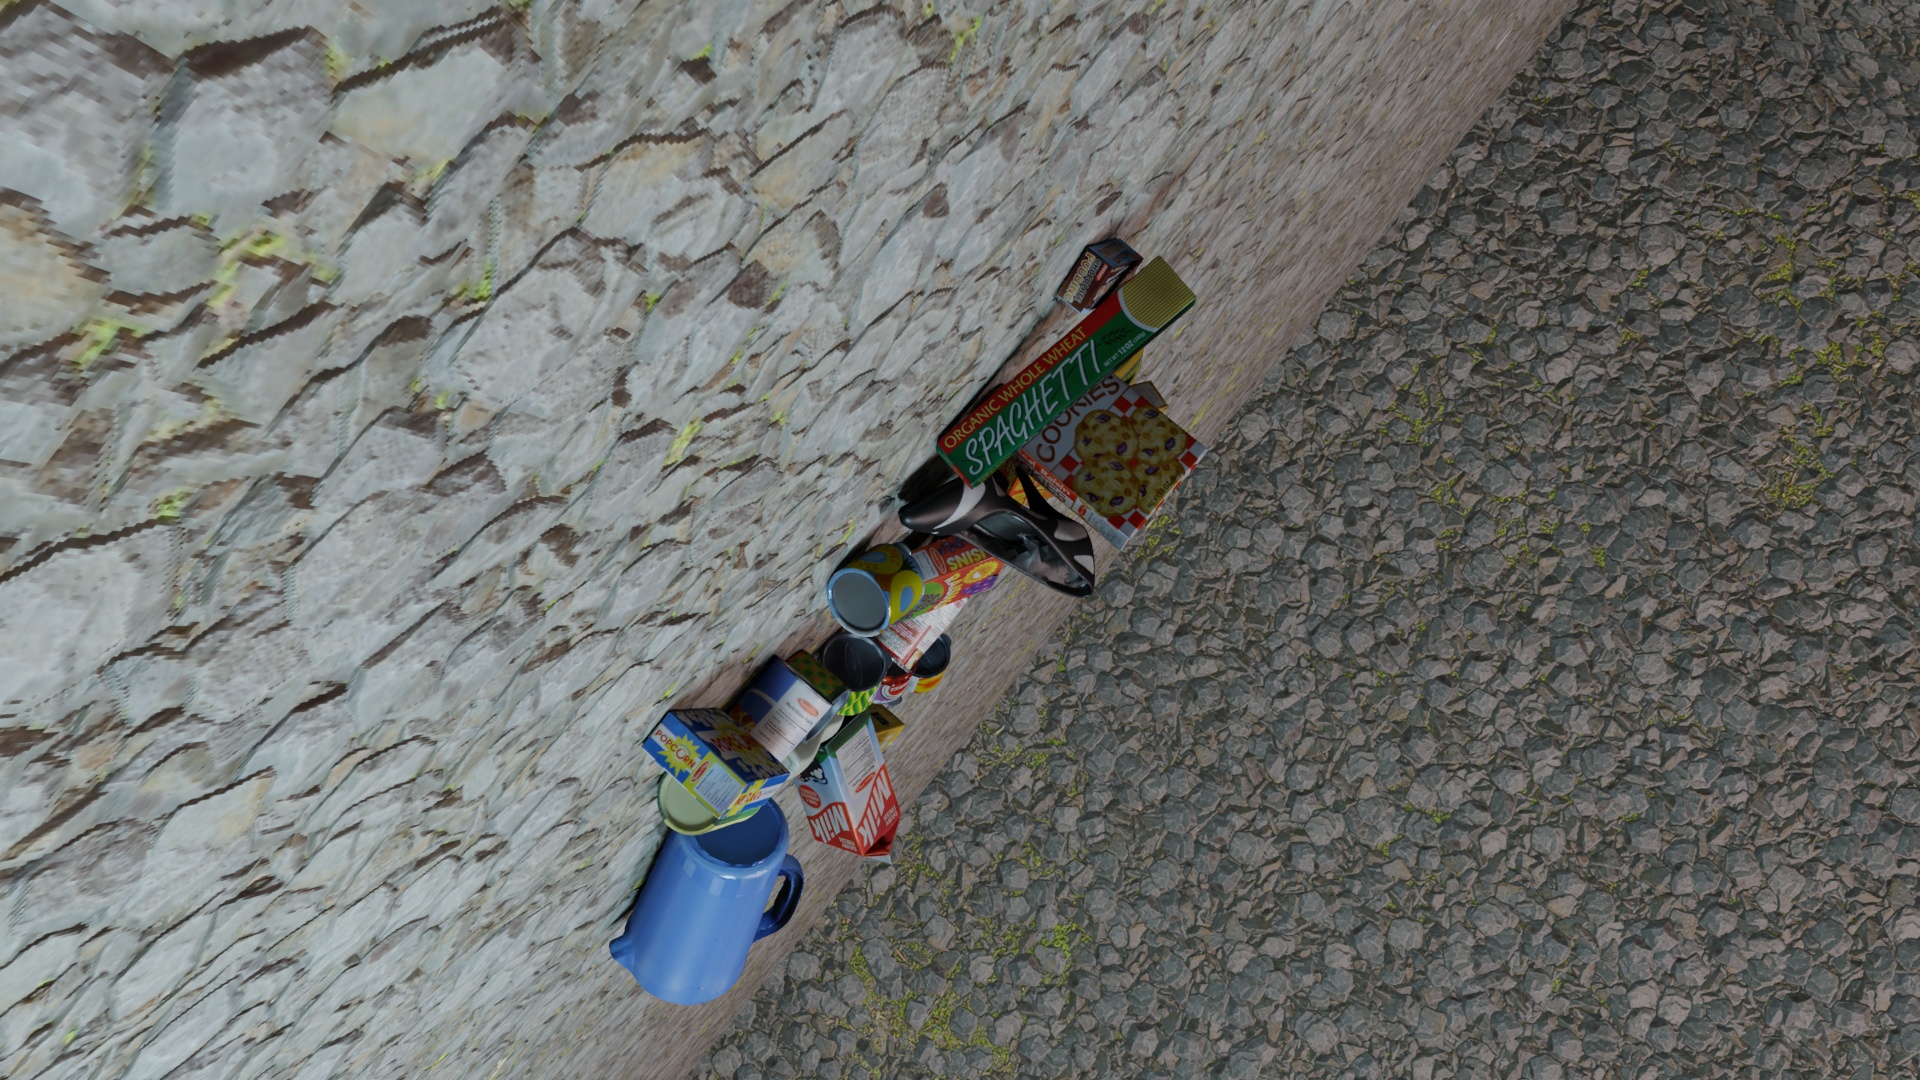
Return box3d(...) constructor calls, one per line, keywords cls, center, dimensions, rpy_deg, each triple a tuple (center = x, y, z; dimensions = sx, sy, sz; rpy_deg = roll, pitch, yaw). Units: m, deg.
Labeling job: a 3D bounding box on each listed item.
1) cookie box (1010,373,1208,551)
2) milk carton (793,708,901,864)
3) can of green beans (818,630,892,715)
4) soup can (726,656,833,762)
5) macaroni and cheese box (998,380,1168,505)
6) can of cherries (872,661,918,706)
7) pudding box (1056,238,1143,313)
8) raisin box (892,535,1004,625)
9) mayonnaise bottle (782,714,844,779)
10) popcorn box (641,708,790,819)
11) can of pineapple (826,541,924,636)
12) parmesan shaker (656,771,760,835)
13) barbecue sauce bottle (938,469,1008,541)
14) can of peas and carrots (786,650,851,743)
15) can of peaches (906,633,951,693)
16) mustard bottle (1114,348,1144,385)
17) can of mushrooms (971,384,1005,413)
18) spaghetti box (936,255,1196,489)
box3d(cls="cookie box", center=(0.127, -0.091, 1.303), dimensions=(0.123, 0.167, 0.040), rpy_deg=(-47, 172, -19))
box3d(cls="milk carton", center=(-0.124, 0.270, 1.502), dimensions=(0.074, 0.072, 0.189), rpy_deg=(-41, 126, -41))
box3d(cls="can of green beans", center=(-0.110, 0.131, 1.364), dimensions=(0.071, 0.071, 0.057), rpy_deg=(-43, 168, -33))
box3d(cls="soup can", center=(-0.164, 0.153, 1.217), dimensions=(0.084, 0.071, 0.071), rpy_deg=(-48, 170, -5))
box3d(cls="macaroni and cheese box", center=(0.118, -0.097, 1.433), dimensions=(0.167, 0.040, 0.123), rpy_deg=(-16, 152, -28))
box3d(cls="can of cherries", center=(-0.080, 0.135, 1.494), dimensions=(0.072, 0.071, 0.058), rpy_deg=(-42, 167, -37))
box3d(cls="pudding box", center=(0.118, -0.224, 1.175), dimensions=(0.049, 0.030, 0.084), rpy_deg=(-55, 169, 29))
box3d(cls="raisin box", center=(-0.019, 0.033, 1.354), dimensions=(0.124, 0.040, 0.085), rpy_deg=(-21, 158, -22))
box3d(cls="mayonnaise bottle", center=(-0.150, 0.178, 1.381), dimensions=(0.041, 0.065, 0.149), rpy_deg=(-52, 174, 30))
box3d(cls="popcorn box", center=(-0.193, 0.176, 1.113), dimensions=(0.038, 0.085, 0.126), rpy_deg=(-50, 170, 1))
box3d(cls="can of pineapple", center=(-0.074, 0.041, 1.203), dimensions=(0.058, 0.071, 0.070), rpy_deg=(-36, 163, -53))
box3d(cls="parmesan shaker", center=(-0.215, 0.220, 1.220), dimensions=(0.071, 0.071, 0.103), rpy_deg=(-50, 169, 1))
box3d(cls="barbecue sauce bottle", center=(0.005, -0.017, 1.392), dimensions=(0.065, 0.044, 0.147), rpy_deg=(-38, 166, -26))
box3d(cls="can of peas and carrots", center=(-0.143, 0.143, 1.287), dimensions=(0.071, 0.059, 0.070), rpy_deg=(-48, 170, -11))
box3d(cls="can of peaches", center=(-0.047, 0.144, 1.682), dimensions=(0.071, 0.071, 0.057), rpy_deg=(-45, 169, -26))
box3d(cls="mustard bottle", center=(0.160, -0.181, 1.457), dimensions=(0.065, 0.049, 0.160), rpy_deg=(-45, 170, 2))
box3d(cls="can of mushrooms", center=(0.031, -0.103, 1.223), dimensions=(0.071, 0.033, 0.071), rpy_deg=(-48, 170, -11))
box3d(cls="spaghetti box", center=(0.088, -0.140, 1.169), dimensions=(0.250, 0.050, 0.028), rpy_deg=(-40, 173, 1))
